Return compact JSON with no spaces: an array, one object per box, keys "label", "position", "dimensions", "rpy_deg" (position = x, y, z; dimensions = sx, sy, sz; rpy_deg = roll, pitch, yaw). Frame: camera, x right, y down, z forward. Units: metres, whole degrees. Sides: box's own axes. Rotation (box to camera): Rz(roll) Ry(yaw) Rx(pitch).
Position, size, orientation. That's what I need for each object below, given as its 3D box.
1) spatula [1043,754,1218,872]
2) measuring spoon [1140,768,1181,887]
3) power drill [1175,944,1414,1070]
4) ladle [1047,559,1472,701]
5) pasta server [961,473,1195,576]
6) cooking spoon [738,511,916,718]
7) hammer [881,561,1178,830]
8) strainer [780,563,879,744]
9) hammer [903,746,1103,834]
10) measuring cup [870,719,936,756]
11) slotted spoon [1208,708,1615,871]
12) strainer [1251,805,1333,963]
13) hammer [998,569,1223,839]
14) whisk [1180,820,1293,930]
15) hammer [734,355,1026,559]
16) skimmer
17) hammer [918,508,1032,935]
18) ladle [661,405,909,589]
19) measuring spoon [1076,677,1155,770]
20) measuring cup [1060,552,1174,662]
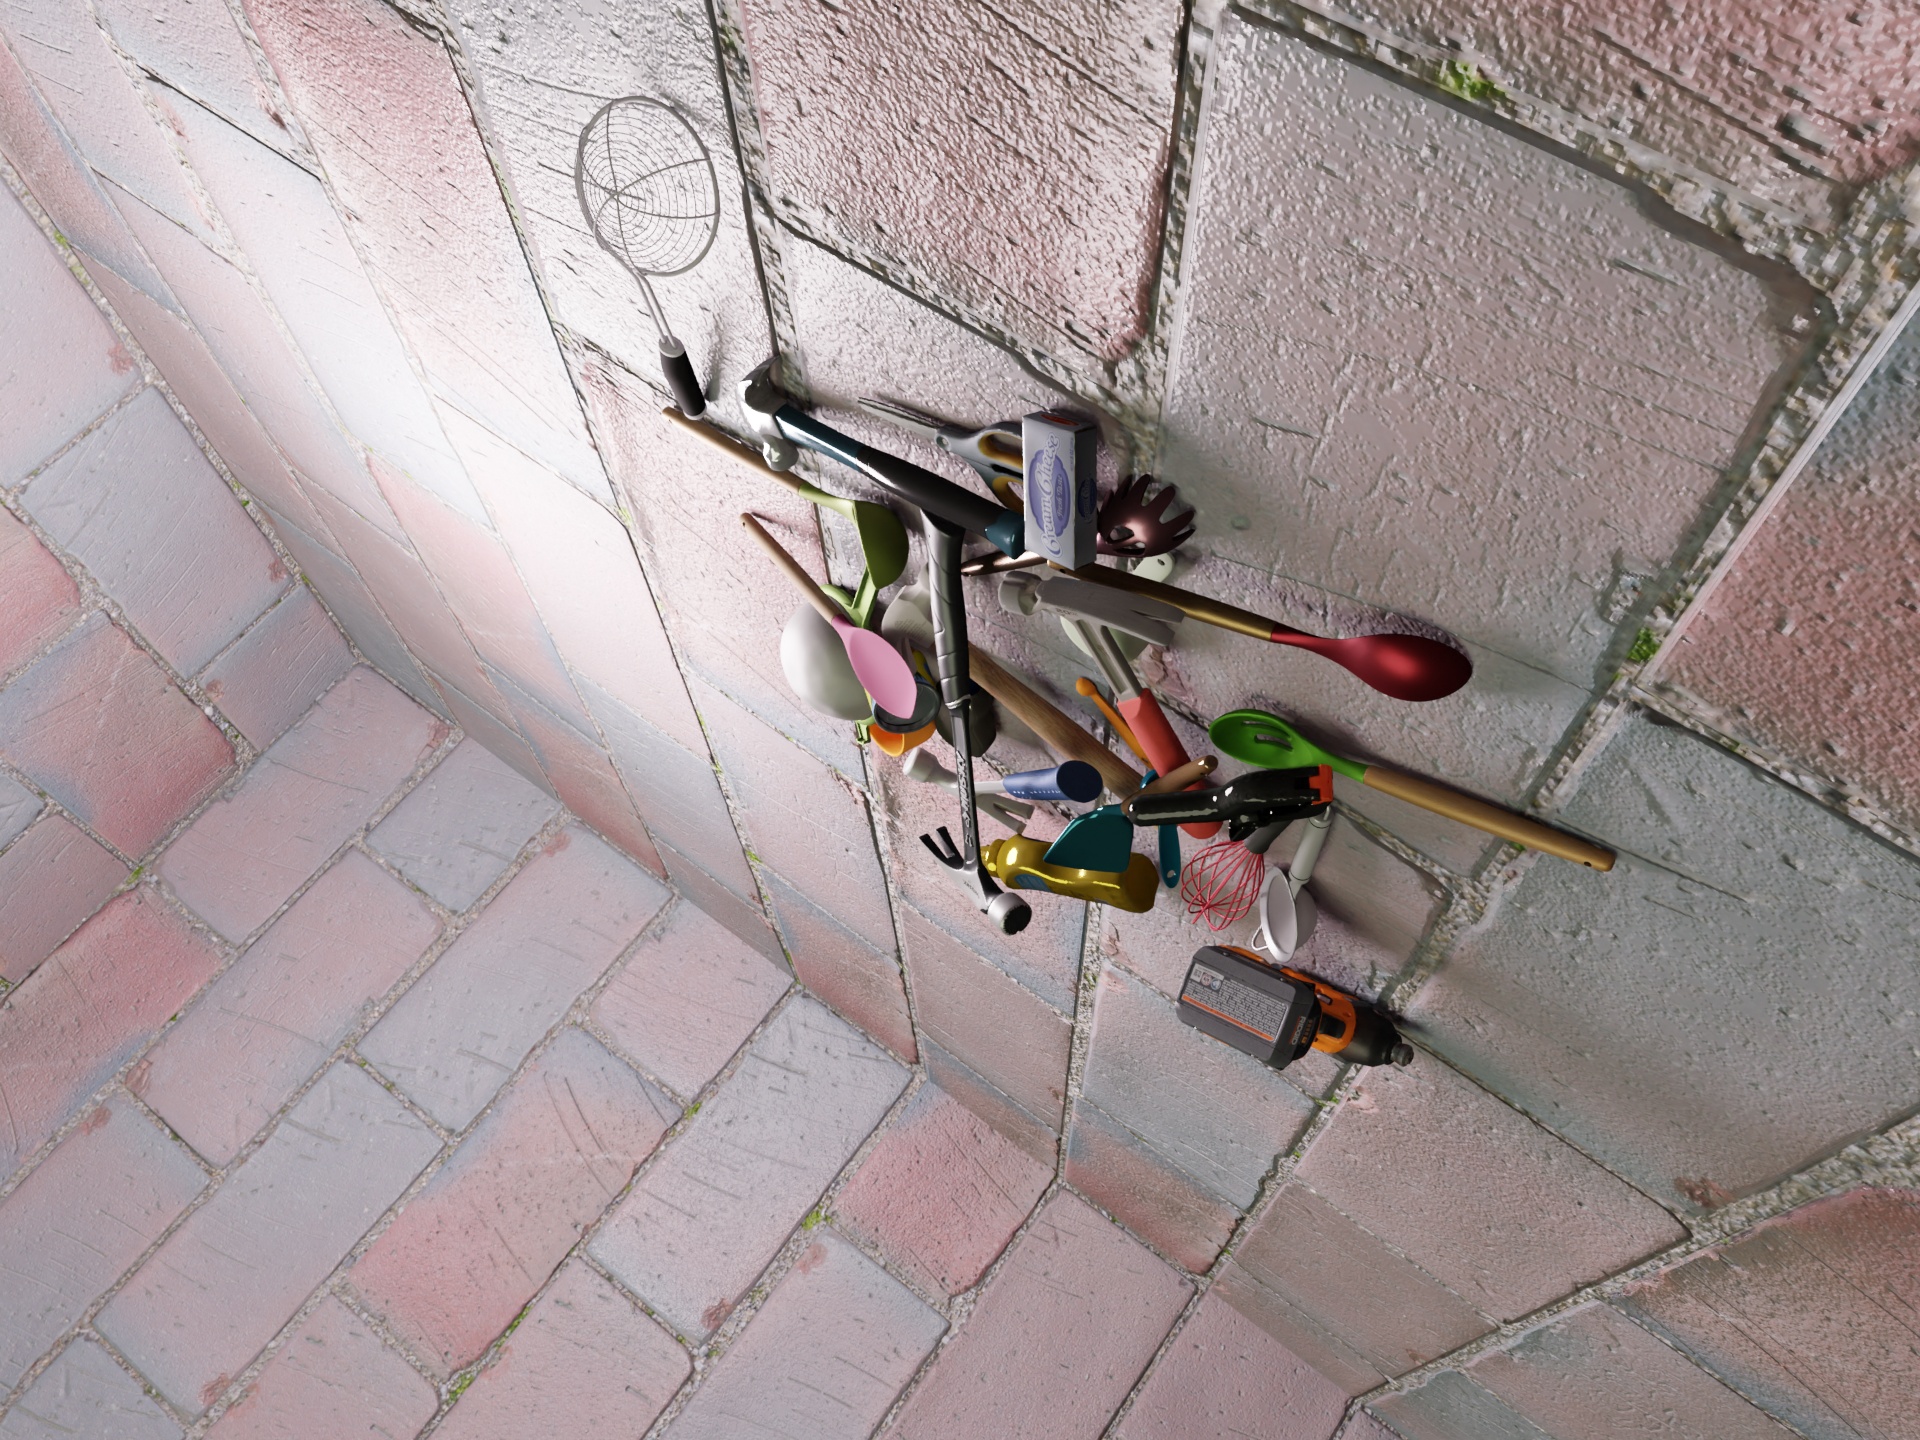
[{"label":"spatula","position":[0.153,0.080,1.351],"dimensions":[0.082,0.044,0.317],"rpy_deg":[9,164,-11]},{"label":"measuring spoon","position":[0.182,0.095,1.437],"dimensions":[0.021,0.042,0.128],"rpy_deg":[-132,29,-57]},{"label":"power drill","position":[0.313,0.273,1.464],"dimensions":[0.164,0.084,0.226],"rpy_deg":[21,-179,37]},{"label":"ladle","position":[0.194,-0.070,1.097],"dimensions":[0.316,0.031,0.069],"rpy_deg":[21,156,30]},{"label":"pasta server","position":[0.075,-0.136,1.223],"dimensions":[0.060,0.040,0.316],"rpy_deg":[47,162,-17]},{"label":"cooking spoon","position":[-0.128,-0.109,1.500],"dimensions":[0.319,0.017,0.068],"rpy_deg":[47,139,35]},{"label":"hammer","position":[0.068,-0.005,1.443],"dimensions":[0.331,0.031,0.130],"rpy_deg":[38,135,-7]},{"label":"strainer","position":[-0.125,-0.081,1.554],"dimensions":[0.152,0.069,0.256],"rpy_deg":[58,153,18]},{"label":"hammer","position":[0.054,0.065,1.515],"dimensions":[0.144,0.035,0.405],"rpy_deg":[29,170,-11]},{"label":"measuring cup","position":[-0.072,-0.052,1.618],"dimensions":[0.095,0.052,0.173],"rpy_deg":[14,122,58]},{"label":"slotted spoon","position":[0.323,0.049,1.167],"dimensions":[0.314,0.031,0.070],"rpy_deg":[22,153,35]},{"label":"strainer","position":[0.294,0.136,1.369],"dimensions":[0.258,0.050,0.087],"rpy_deg":[89,172,-56]},{"label":"hammer","position":[0.157,0.002,1.266],"dimensions":[0.149,0.037,0.358],"rpy_deg":[18,159,35]},{"label":"whisk","position":[0.249,0.111,1.373],"dimensions":[0.073,0.073,0.295],"rpy_deg":[37,153,9]},{"label":"hammer","position":[-0.066,-0.204,1.278],"dimensions":[0.331,0.033,0.128],"rpy_deg":[31,159,34]},{"label":"skimmer","position":[-0.229,-0.355,1.291],"dimensions":[0.127,0.090,0.363],"rpy_deg":[33,168,9]},{"label":"hammer","position":[-0.002,-0.004,1.406],"dimensions":[0.149,0.036,0.408],"rpy_deg":[37,141,47]},{"label":"ladle","position":[-0.169,-0.212,1.439],"dimensions":[0.320,0.062,0.078],"rpy_deg":[32,157,28]},{"label":"measuring spoon","position":[0.138,0.006,1.411],"dimensions":[0.116,0.011,0.021],"rpy_deg":[49,158,-21]},{"label":"measuring cup","position":[0.123,-0.088,1.211],"dimensions":[0.083,0.038,0.167],"rpy_deg":[40,161,0]}]
